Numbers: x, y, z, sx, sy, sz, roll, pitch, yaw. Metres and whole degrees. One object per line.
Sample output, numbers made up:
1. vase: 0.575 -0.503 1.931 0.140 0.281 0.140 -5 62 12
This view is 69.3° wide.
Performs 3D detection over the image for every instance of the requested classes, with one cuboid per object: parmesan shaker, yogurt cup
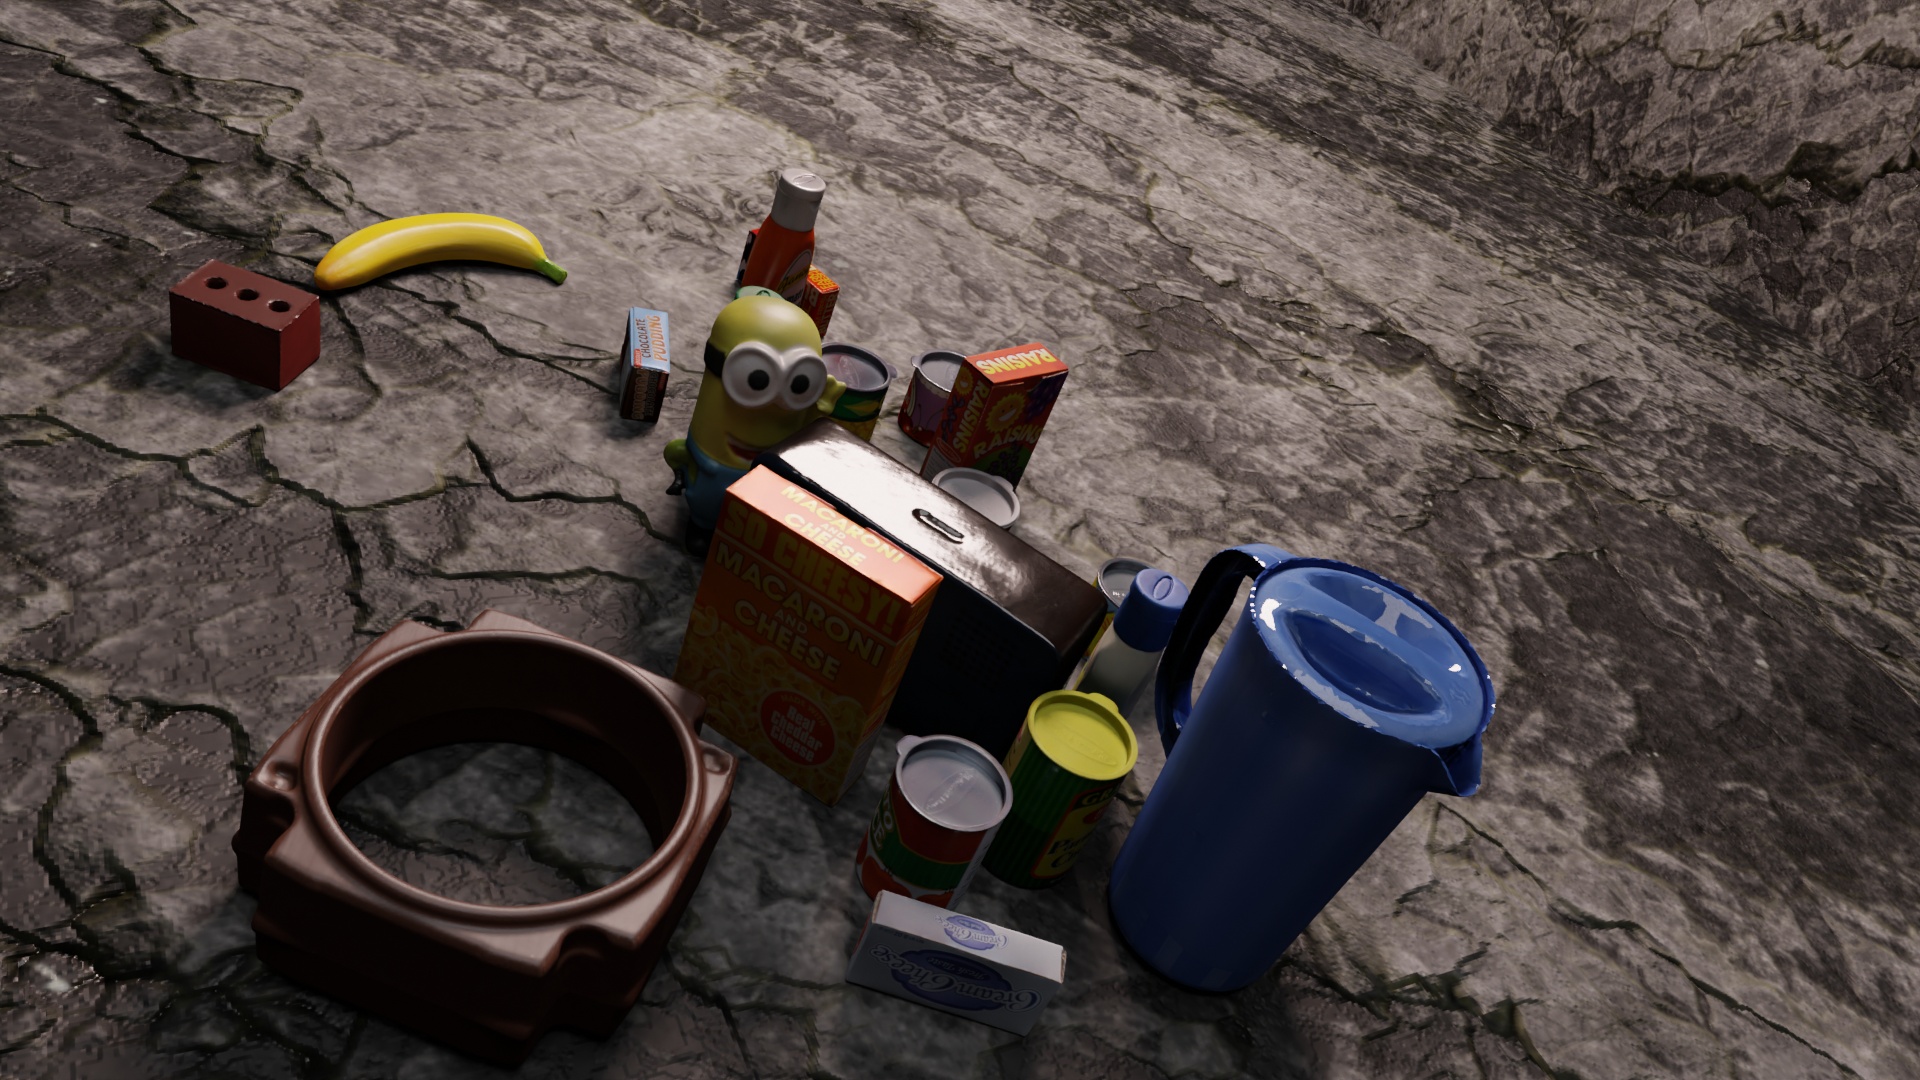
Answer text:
1. parmesan shaker: 0.054 0.145 0.809 0.071 0.102 0.072 15 37 -11
2. yogurt cup: 0.004 -0.013 1.025 0.072 0.053 0.073 15 37 -11

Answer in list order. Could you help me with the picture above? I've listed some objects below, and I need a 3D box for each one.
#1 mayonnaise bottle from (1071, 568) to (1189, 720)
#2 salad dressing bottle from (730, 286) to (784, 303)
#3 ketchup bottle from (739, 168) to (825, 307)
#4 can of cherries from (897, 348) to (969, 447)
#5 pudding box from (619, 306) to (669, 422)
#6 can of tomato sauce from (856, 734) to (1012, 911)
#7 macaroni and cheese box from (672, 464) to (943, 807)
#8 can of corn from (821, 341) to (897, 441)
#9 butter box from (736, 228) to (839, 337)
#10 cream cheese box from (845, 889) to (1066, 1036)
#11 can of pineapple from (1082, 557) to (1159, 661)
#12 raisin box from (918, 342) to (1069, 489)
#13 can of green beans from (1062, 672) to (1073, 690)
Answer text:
1. mayonnaise bottle: 0.098 0.083 0.873 0.041 0.147 0.065 30 36 9
2. salad dressing bottle: -0.157 -0.108 0.981 0.044 0.146 0.064 17 36 -9
3. ketchup bottle: -0.148 -0.232 1.143 0.043 0.148 0.065 34 37 15
4. can of cherries: -0.015 -0.116 1.143 0.071 0.058 0.072 15 37 -11
5. pudding box: -0.240 -0.135 1.054 0.030 0.049 0.084 8 38 -20
6. can of tomato sauce: -0.018 0.159 0.770 0.071 0.082 0.071 15 37 -11
7. macaroni and cheese box: -0.092 0.056 0.791 0.124 0.165 0.040 31 37 12
8. can of corn: -0.091 -0.115 1.101 0.071 0.058 0.071 15 37 -11
9. butter box: -0.151 -0.224 1.213 0.104 0.052 0.024 42 40 25
10. cream cheese box: -0.003 0.221 0.724 0.104 0.053 0.024 19 36 -5
11. can of pineapple: 0.118 0.056 0.994 0.071 0.057 0.071 15 37 -11
12. raisin box: 0.024 -0.088 1.072 0.086 0.122 0.040 -17 51 -42
13. can of green beans: 0.047 0.074 0.933 0.071 0.057 0.071 15 37 -11
